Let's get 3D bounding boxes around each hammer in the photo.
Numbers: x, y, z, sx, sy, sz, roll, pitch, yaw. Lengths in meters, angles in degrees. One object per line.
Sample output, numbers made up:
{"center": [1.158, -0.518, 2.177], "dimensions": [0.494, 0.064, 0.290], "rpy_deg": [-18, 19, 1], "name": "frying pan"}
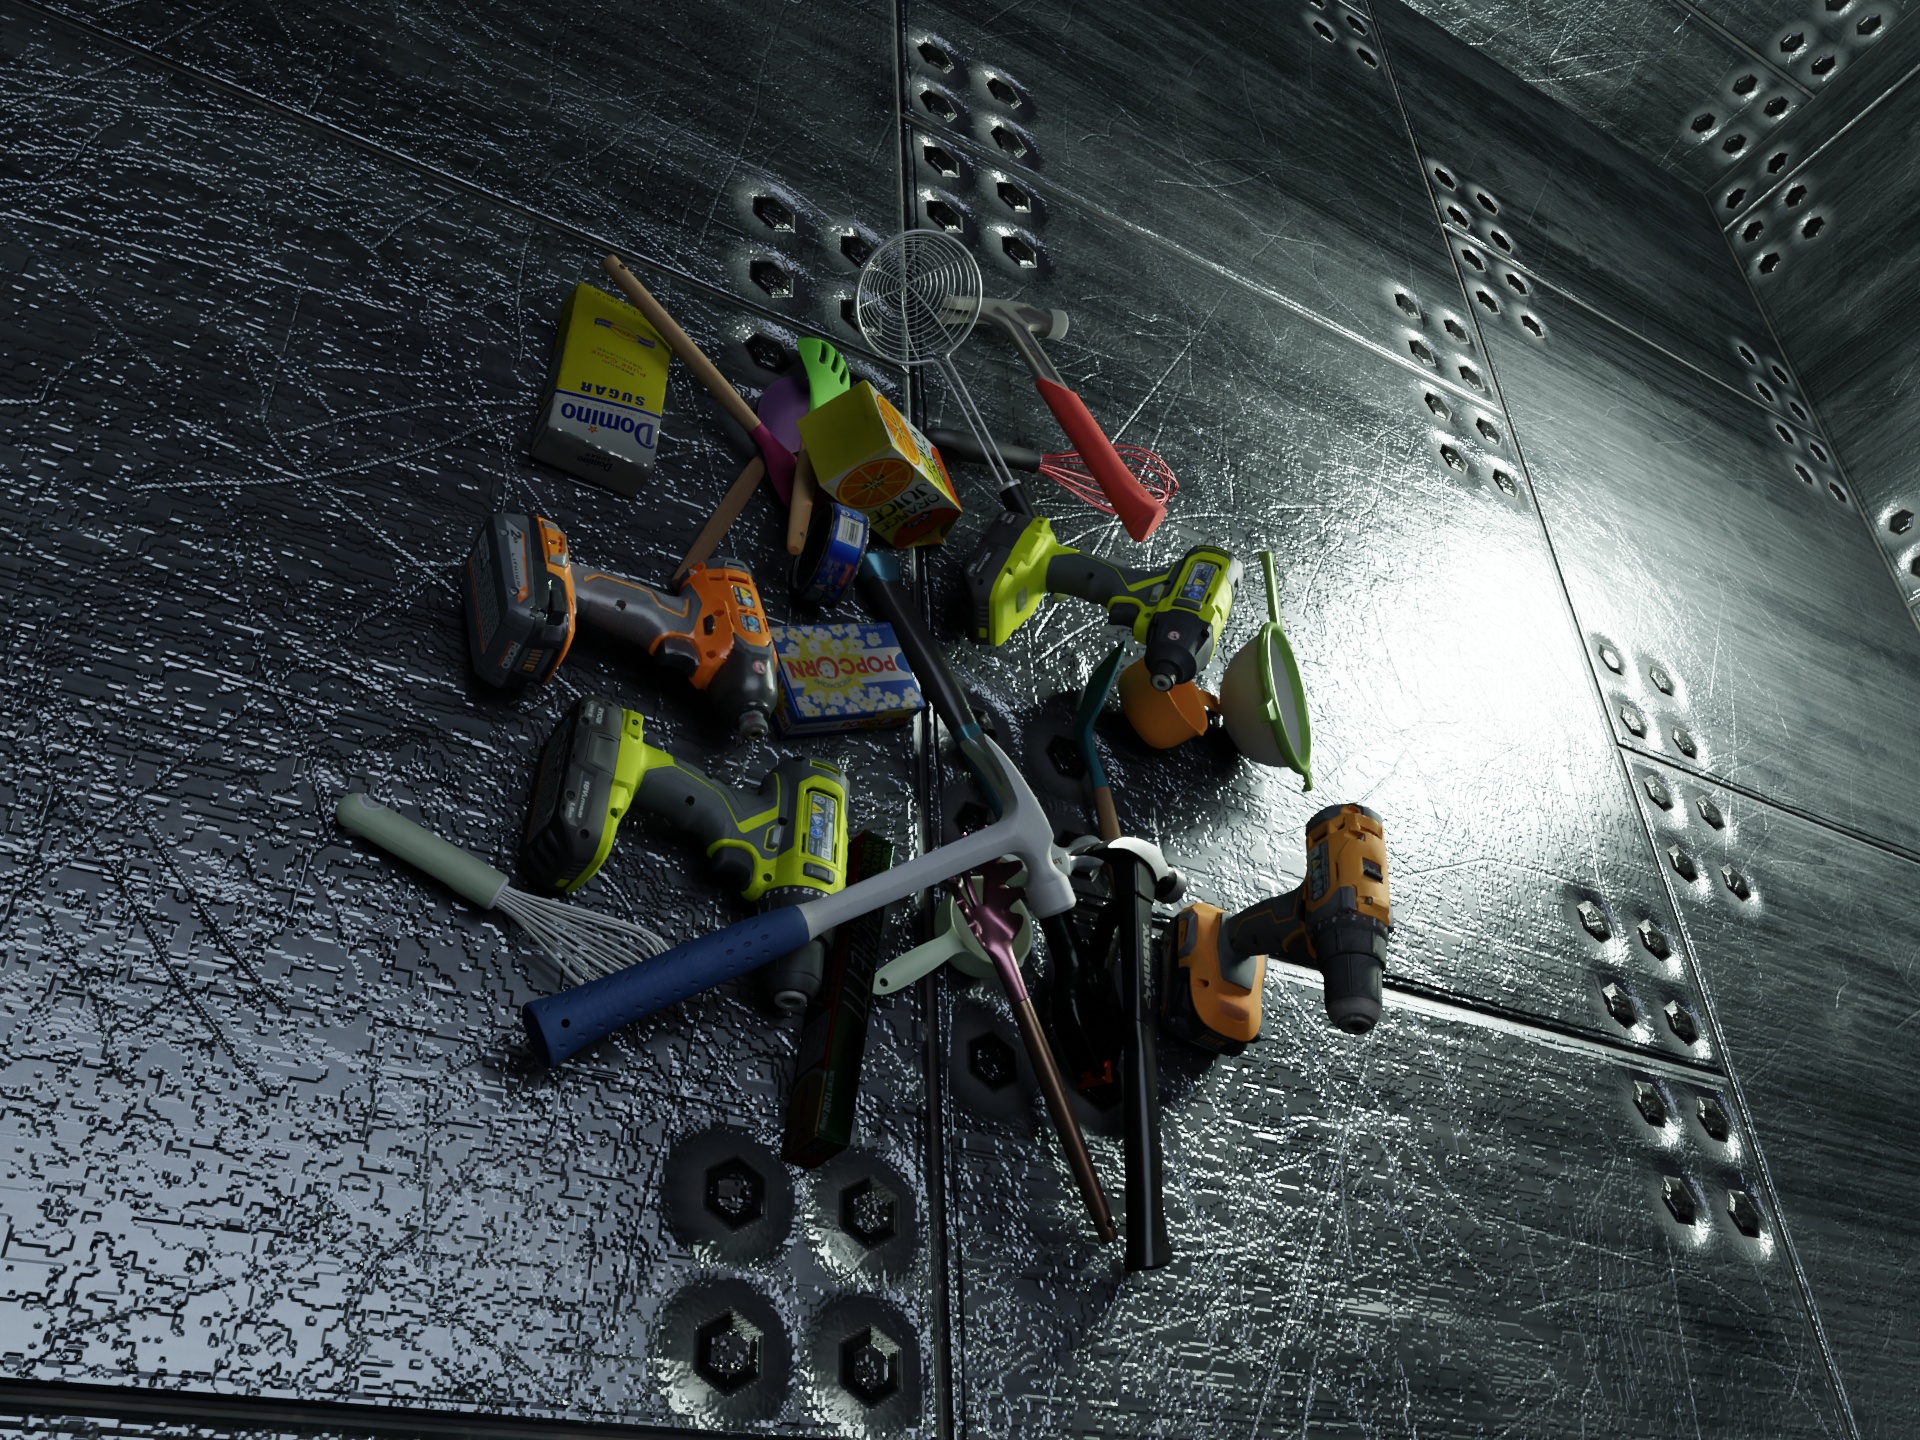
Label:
{"center": [-0.101, 0.128, 1.077], "dimensions": [0.405, 0.035, 0.144], "rpy_deg": [-20, 88, -33], "name": "hammer"}
{"center": [0.101, -0.307, 1.580], "dimensions": [0.149, 0.036, 0.359], "rpy_deg": [-2, 47, -28], "name": "hammer"}
{"center": [0.135, 0.248, 1.222], "dimensions": [0.146, 0.035, 0.335], "rpy_deg": [35, 49, -48], "name": "hammer"}
{"center": [-0.002, -0.004, 1.350], "dimensions": [0.128, 0.033, 0.331], "rpy_deg": [-14, 68, -43], "name": "hammer"}

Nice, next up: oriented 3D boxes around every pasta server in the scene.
{"center": [0.057, 0.232, 1.177], "dimensions": [0.060, 0.040, 0.316], "rpy_deg": [-16, 81, -33], "name": "pasta server"}

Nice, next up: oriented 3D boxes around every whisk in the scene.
{"center": [0.092, -0.255, 1.590], "dimensions": [0.295, 0.073, 0.073], "rpy_deg": [7, 55, -27], "name": "whisk"}
{"center": [-0.294, 0.117, 1.035], "dimensions": [0.246, 0.059, 0.058], "rpy_deg": [32, 8, -9], "name": "whisk"}

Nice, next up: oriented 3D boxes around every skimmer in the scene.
{"center": [0.020, -0.278, 1.482], "dimensions": [0.127, 0.090, 0.363], "rpy_deg": [-27, 88, -8], "name": "skimmer"}

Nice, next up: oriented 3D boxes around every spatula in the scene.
{"center": [-0.184, -0.211, 1.376], "dimensions": [0.059, 0.018, 0.316], "rpy_deg": [37, 43, -15], "name": "spatula"}
{"center": [0.137, 0.083, 1.378], "dimensions": [0.044, 0.082, 0.318], "rpy_deg": [2, 63, -23], "name": "spatula"}

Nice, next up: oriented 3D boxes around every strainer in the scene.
{"center": [0.289, -0.059, 1.564], "dimensions": [0.151, 0.069, 0.257], "rpy_deg": [49, 33, -48], "name": "strainer"}

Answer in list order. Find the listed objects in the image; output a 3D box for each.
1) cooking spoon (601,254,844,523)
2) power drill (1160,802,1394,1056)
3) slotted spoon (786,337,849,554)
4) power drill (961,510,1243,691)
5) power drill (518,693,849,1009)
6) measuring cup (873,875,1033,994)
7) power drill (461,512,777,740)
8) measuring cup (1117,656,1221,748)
{"center": [-0.195, -0.272, 1.373], "dimensions": [0.318, 0.017, 0.069], "rpy_deg": [48, 39, -15], "name": "cooking spoon"}
{"center": [0.253, 0.191, 1.256], "dimensions": [0.084, 0.226, 0.186], "rpy_deg": [25, 47, -20], "name": "power drill"}
{"center": [-0.130, -0.248, 1.403], "dimensions": [0.070, 0.031, 0.314], "rpy_deg": [42, 33, -32], "name": "slotted spoon"}
{"center": [0.120, -0.104, 1.400], "dimensions": [0.223, 0.080, 0.171], "rpy_deg": [14, 45, 17], "name": "power drill"}
{"center": [-0.183, 0.090, 1.114], "dimensions": [0.228, 0.080, 0.191], "rpy_deg": [22, 48, -26], "name": "power drill"}
{"center": [-0.015, 0.176, 1.205], "dimensions": [0.167, 0.038, 0.083], "rpy_deg": [-23, 75, -42], "name": "measuring cup"}
{"center": [-0.239, -0.062, 1.169], "dimensions": [0.226, 0.084, 0.164], "rpy_deg": [10, 44, -35], "name": "power drill"}
{"center": [0.204, -0.012, 1.508], "dimensions": [0.173, 0.052, 0.095], "rpy_deg": [14, 50, -61], "name": "measuring cup"}
